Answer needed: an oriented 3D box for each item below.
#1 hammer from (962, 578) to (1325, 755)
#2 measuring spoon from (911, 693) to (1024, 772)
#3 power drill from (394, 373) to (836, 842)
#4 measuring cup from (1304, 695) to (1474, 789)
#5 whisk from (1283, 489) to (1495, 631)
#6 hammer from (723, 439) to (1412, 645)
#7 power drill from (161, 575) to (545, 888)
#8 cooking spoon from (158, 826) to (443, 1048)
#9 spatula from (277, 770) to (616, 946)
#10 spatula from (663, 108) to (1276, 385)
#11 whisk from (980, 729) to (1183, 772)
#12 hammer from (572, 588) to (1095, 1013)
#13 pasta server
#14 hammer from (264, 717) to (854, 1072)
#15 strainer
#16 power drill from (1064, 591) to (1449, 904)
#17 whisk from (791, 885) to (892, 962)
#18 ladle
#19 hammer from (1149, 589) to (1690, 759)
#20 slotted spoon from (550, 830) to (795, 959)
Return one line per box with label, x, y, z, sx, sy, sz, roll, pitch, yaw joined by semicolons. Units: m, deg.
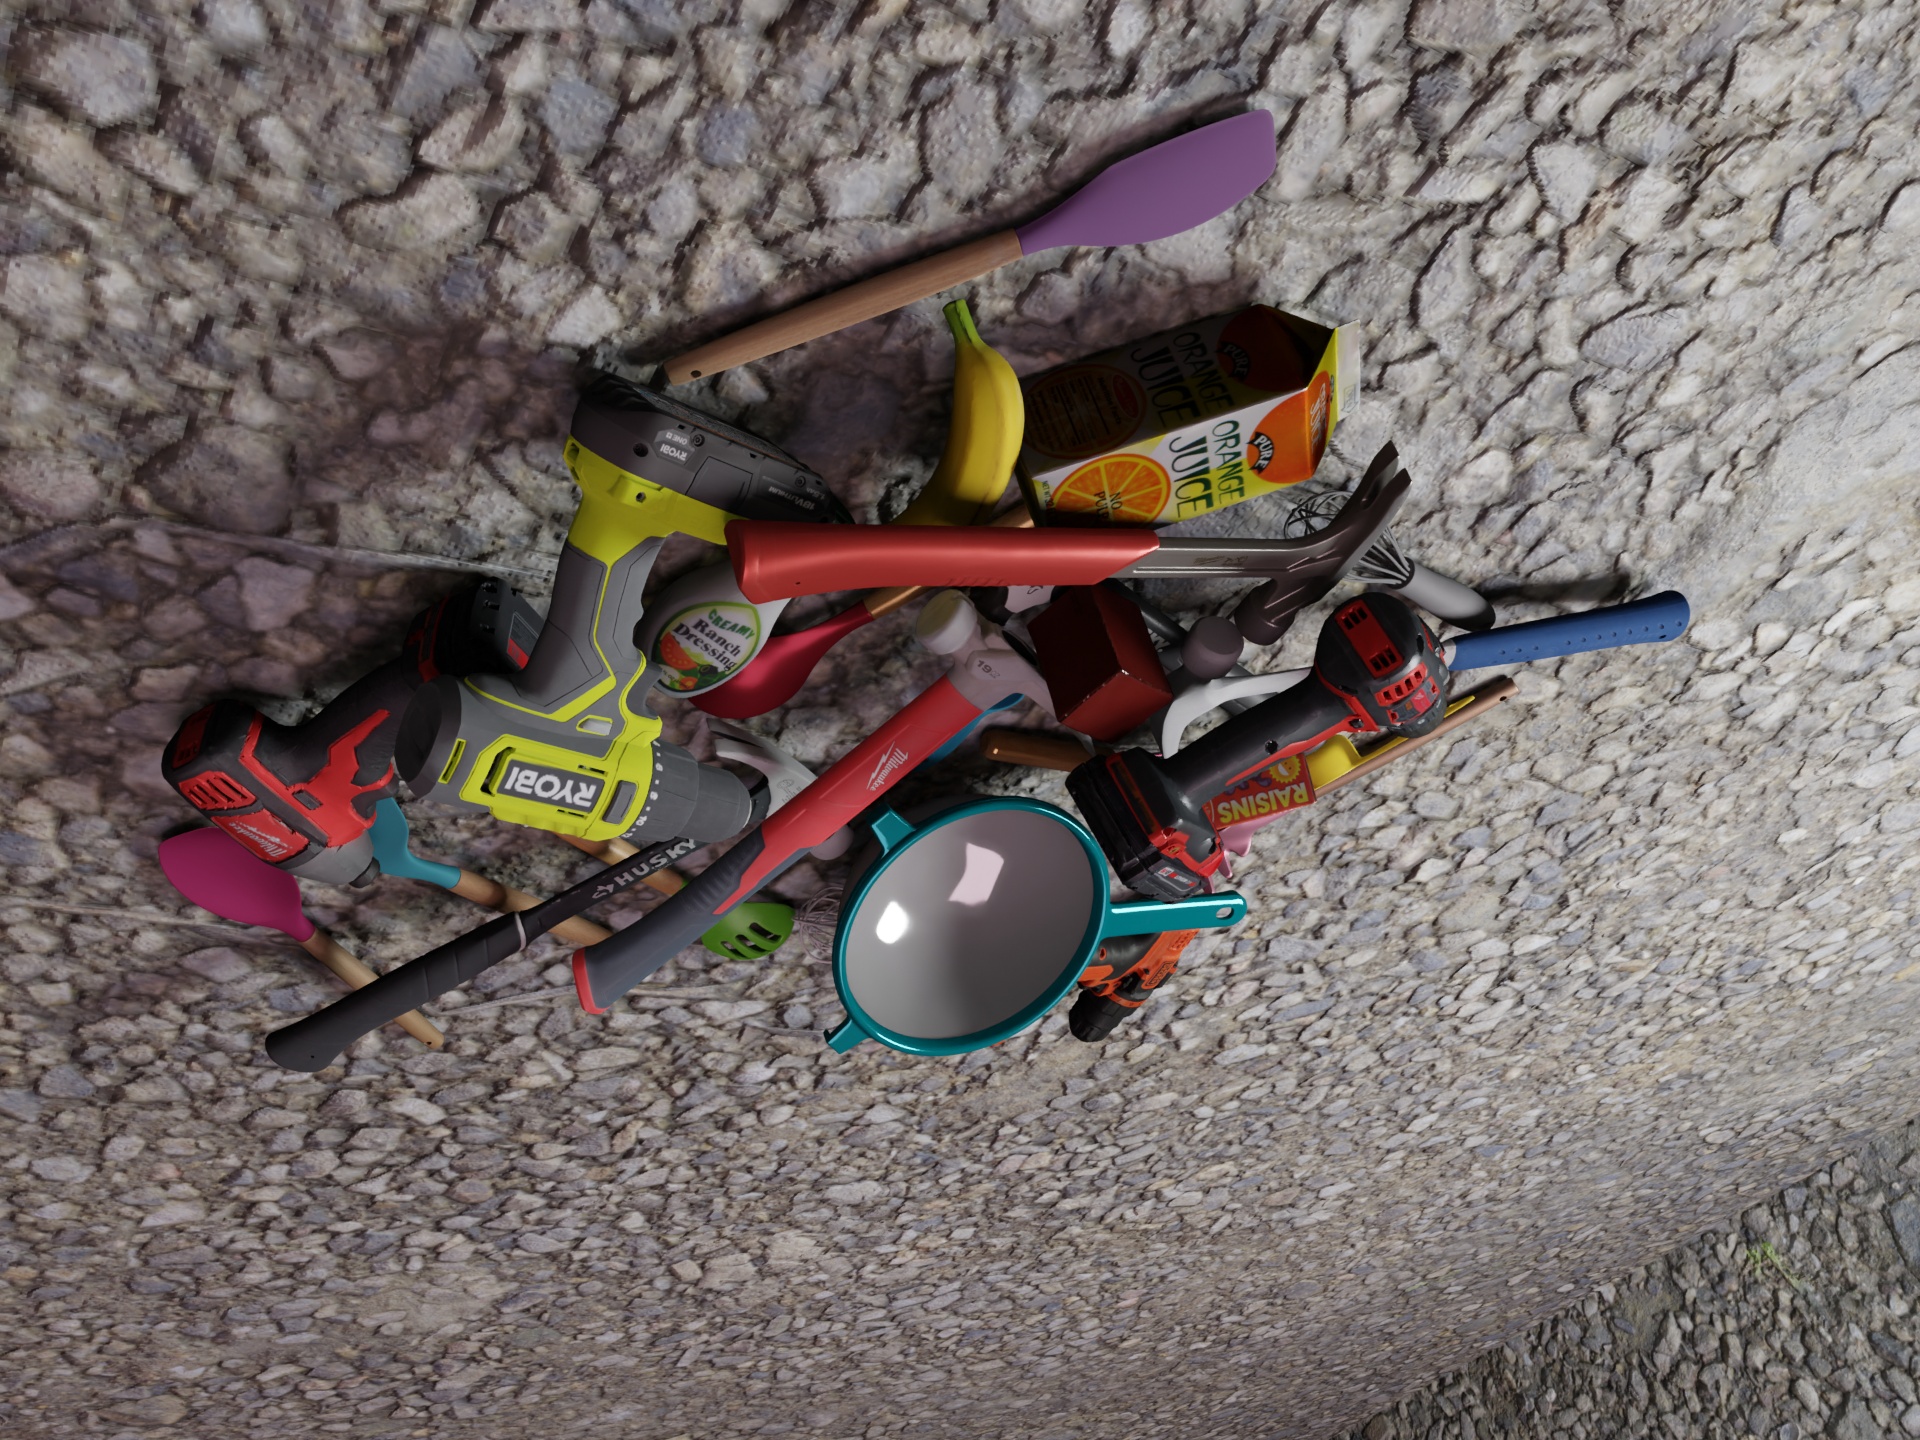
hammer;0.151;-0.046;1.045;0.146;0.035;0.334;-36;139;25
measuring spoon;-0.002;-0.003;1.062;0.042;0.021;0.128;11;144;-31
power drill;-0.158;-0.041;0.817;0.190;0.080;0.228;18;105;-38
measuring cup;0.298;0.010;1.149;0.156;0.029;0.062;-34;175;37
whisk;0.286;-0.097;1.027;0.238;0.055;0.055;18;131;-43
hammer;0.057;-0.090;0.820;0.359;0.037;0.149;-2;147;-26
power drill;-0.320;0.020;0.902;0.219;0.079;0.143;-23;131;14
cooking spoon;-0.436;0.157;1.091;0.069;0.017;0.318;-18;143;3
spatula;-0.322;0.103;1.065;0.082;0.044;0.317;-30;146;14
spatula;0.004;-0.223;0.776;0.316;0.018;0.059;-20;149;2
whisk;0.126;0.034;1.133;0.244;0.047;0.051;10;137;-26
hammer;-0.097;0.079;1.012;0.386;0.038;0.143;-39;122;19
pasta server;0.283;0.054;1.222;0.316;0.040;0.060;-30;137;15
hammer;-0.278;0.129;1.052;0.409;0.036;0.149;-28;139;4
strainer;0.051;0.129;1.171;0.340;0.095;0.211;0;116;-27
power drill;0.195;0.019;0.967;0.226;0.080;0.187;-35;156;13
whisk;-0.025;0.166;1.242;0.246;0.058;0.059;11;176;-38
ladle;-0.031;-0.079;0.942;0.315;0.031;0.069;-29;139;13
hammer;0.311;-0.040;1.060;0.405;0.035;0.144;-9;150;-20
slotted spoon;-0.217;0.106;1.105;0.070;0.031;0.313;-33;139;15
